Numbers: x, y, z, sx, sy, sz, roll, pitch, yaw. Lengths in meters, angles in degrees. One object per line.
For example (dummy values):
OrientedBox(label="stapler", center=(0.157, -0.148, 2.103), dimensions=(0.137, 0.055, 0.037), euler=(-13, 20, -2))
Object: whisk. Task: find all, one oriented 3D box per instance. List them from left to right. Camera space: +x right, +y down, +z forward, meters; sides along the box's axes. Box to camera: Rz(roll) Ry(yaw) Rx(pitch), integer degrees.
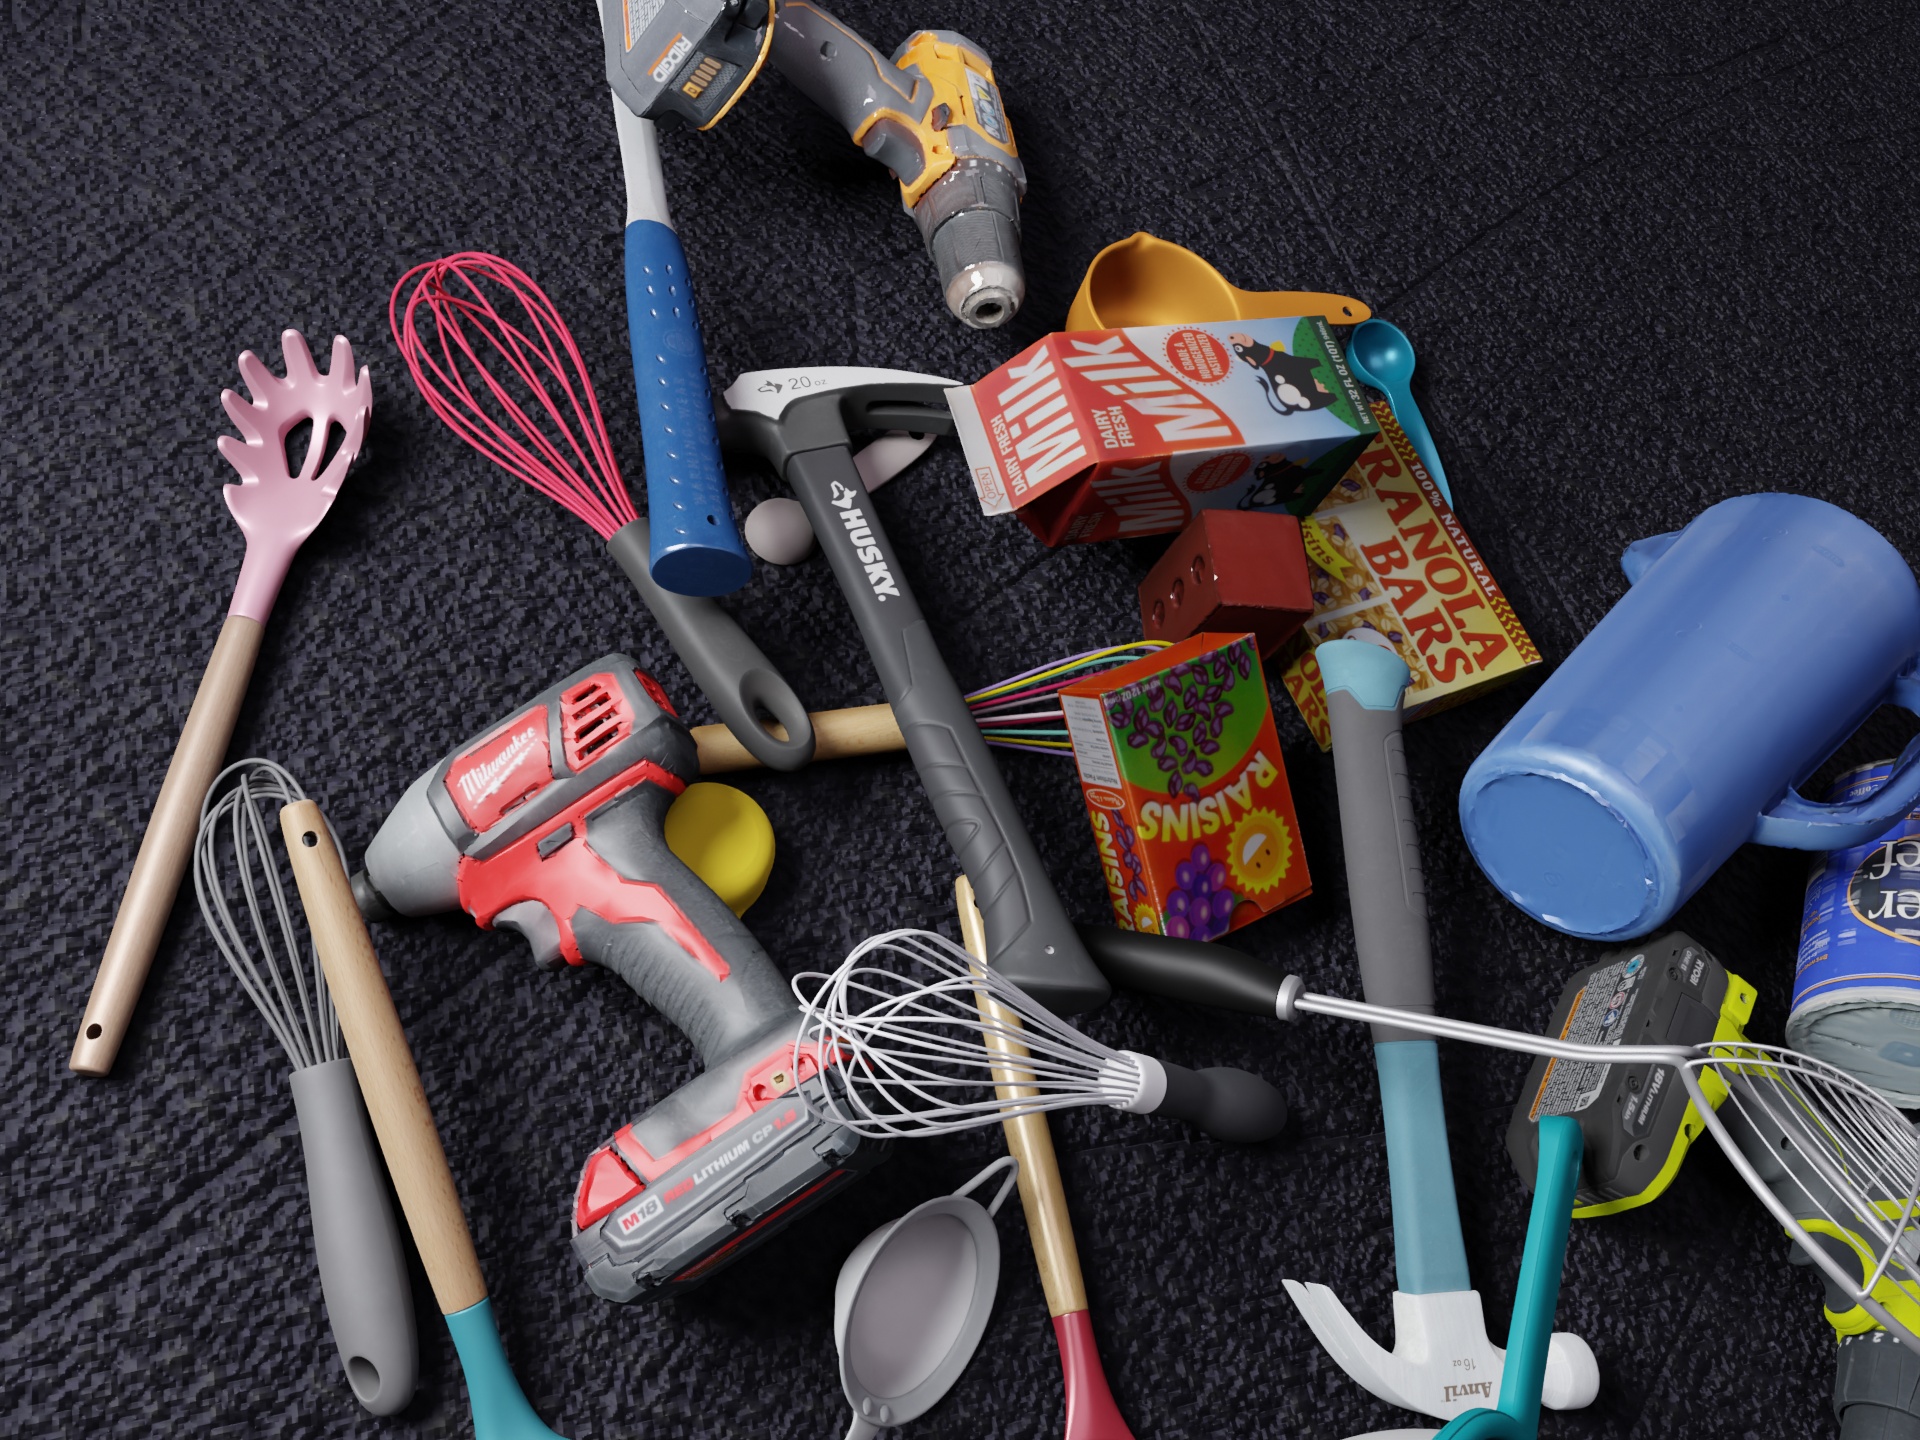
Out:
OrientedBox(label="whisk", center=(-0.231, 0.127, 0.569), dimensions=(0.055, 0.055, 0.239), euler=(-12, 76, -23))
OrientedBox(label="whisk", center=(-0.154, -0.095, 0.691), dimensions=(0.073, 0.073, 0.296), euler=(-31, 76, -28))
OrientedBox(label="whisk", center=(-0.001, -0.004, 0.715), dimensions=(0.245, 0.047, 0.051), euler=(-7, 57, -17))
OrientedBox(label="whisk", center=(0.046, 0.129, 0.590), dimensions=(0.284, 0.070, 0.070), euler=(23, 53, -45))

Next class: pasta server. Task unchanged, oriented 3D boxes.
OrientedBox(label="pasta server", center=(-0.293, -0.018, 0.629), dimensions=(0.060, 0.040, 0.316), euler=(7, 63, -1))

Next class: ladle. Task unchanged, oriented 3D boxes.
OrientedBox(label="ladle", center=(0.036, 0.208, 0.630), dimensions=(0.069, 0.031, 0.316), euler=(0, 62, -28))

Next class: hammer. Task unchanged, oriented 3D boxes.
OrientedBox(label="hammer", center=(-0.149, -0.233, 0.734), dimensions=(0.144, 0.035, 0.406), euler=(11, 53, -37))
OrientedBox(label="hammer", center=(-0.017, -0.025, 0.682), dimensions=(0.146, 0.035, 0.335), euler=(-14, 61, -20))
OrientedBox(label="hammer", center=(0.192, 0.125, 0.688), dimensions=(0.128, 0.033, 0.331), euler=(2, 74, -18))

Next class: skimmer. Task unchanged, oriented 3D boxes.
OrientedBox(label="skimmer", center=(0.180, 0.146, 0.602), dimensions=(0.363, 0.127, 0.090), euler=(8, 93, 29))

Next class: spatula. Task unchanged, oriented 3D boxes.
OrientedBox(label="spatula", center=(-0.173, 0.175, 0.544), dimensions=(0.082, 0.044, 0.317), euler=(-19, 86, -31))

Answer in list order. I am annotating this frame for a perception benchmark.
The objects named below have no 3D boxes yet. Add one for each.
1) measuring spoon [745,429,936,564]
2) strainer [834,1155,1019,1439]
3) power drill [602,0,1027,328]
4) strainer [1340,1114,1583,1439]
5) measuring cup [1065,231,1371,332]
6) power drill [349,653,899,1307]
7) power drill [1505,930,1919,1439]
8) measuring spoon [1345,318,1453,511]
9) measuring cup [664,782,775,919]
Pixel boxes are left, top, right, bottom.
OrientedBox(label="measuring spoon", center=(-0.053, -0.117, 0.766), dimensions=(0.034, 0.018, 0.124), euler=(45, 62, 7))
OrientedBox(label="strainer", center=(-0.046, 0.272, 0.564), dimensions=(0.086, 0.050, 0.259), euler=(50, 55, -42))
OrientedBox(label="power drill", center=(-0.058, -0.298, 0.783), dimensions=(0.226, 0.084, 0.186), euler=(17, 51, -39))
OrientedBox(label="strainer", center=(0.153, 0.288, 0.572), dimensions=(0.210, 0.095, 0.341), euler=(57, 46, -35))
OrientedBox(label="measuring cup", center=(0.138, -0.208, 0.857), dimensions=(0.173, 0.052, 0.095), euler=(-5, 66, -22))
OrientedBox(label="power drill", center=(-0.131, 0.095, 0.593), dimensions=(0.143, 0.078, 0.220), euler=(-33, 71, -3))
OrientedBox(label="power drill", center=(0.363, 0.221, 0.703), dimensions=(0.228, 0.080, 0.191), euler=(38, 58, -1))
OrientedBox(label="measuring spoon", center=(0.247, -0.164, 0.894), dimensions=(0.042, 0.021, 0.129), euler=(-11, 78, -24))
OrientedBox(label="measuring cup", center=(-0.092, 0.096, 0.640), dimensions=(0.062, 0.029, 0.157), euler=(-7, 64, -21))
